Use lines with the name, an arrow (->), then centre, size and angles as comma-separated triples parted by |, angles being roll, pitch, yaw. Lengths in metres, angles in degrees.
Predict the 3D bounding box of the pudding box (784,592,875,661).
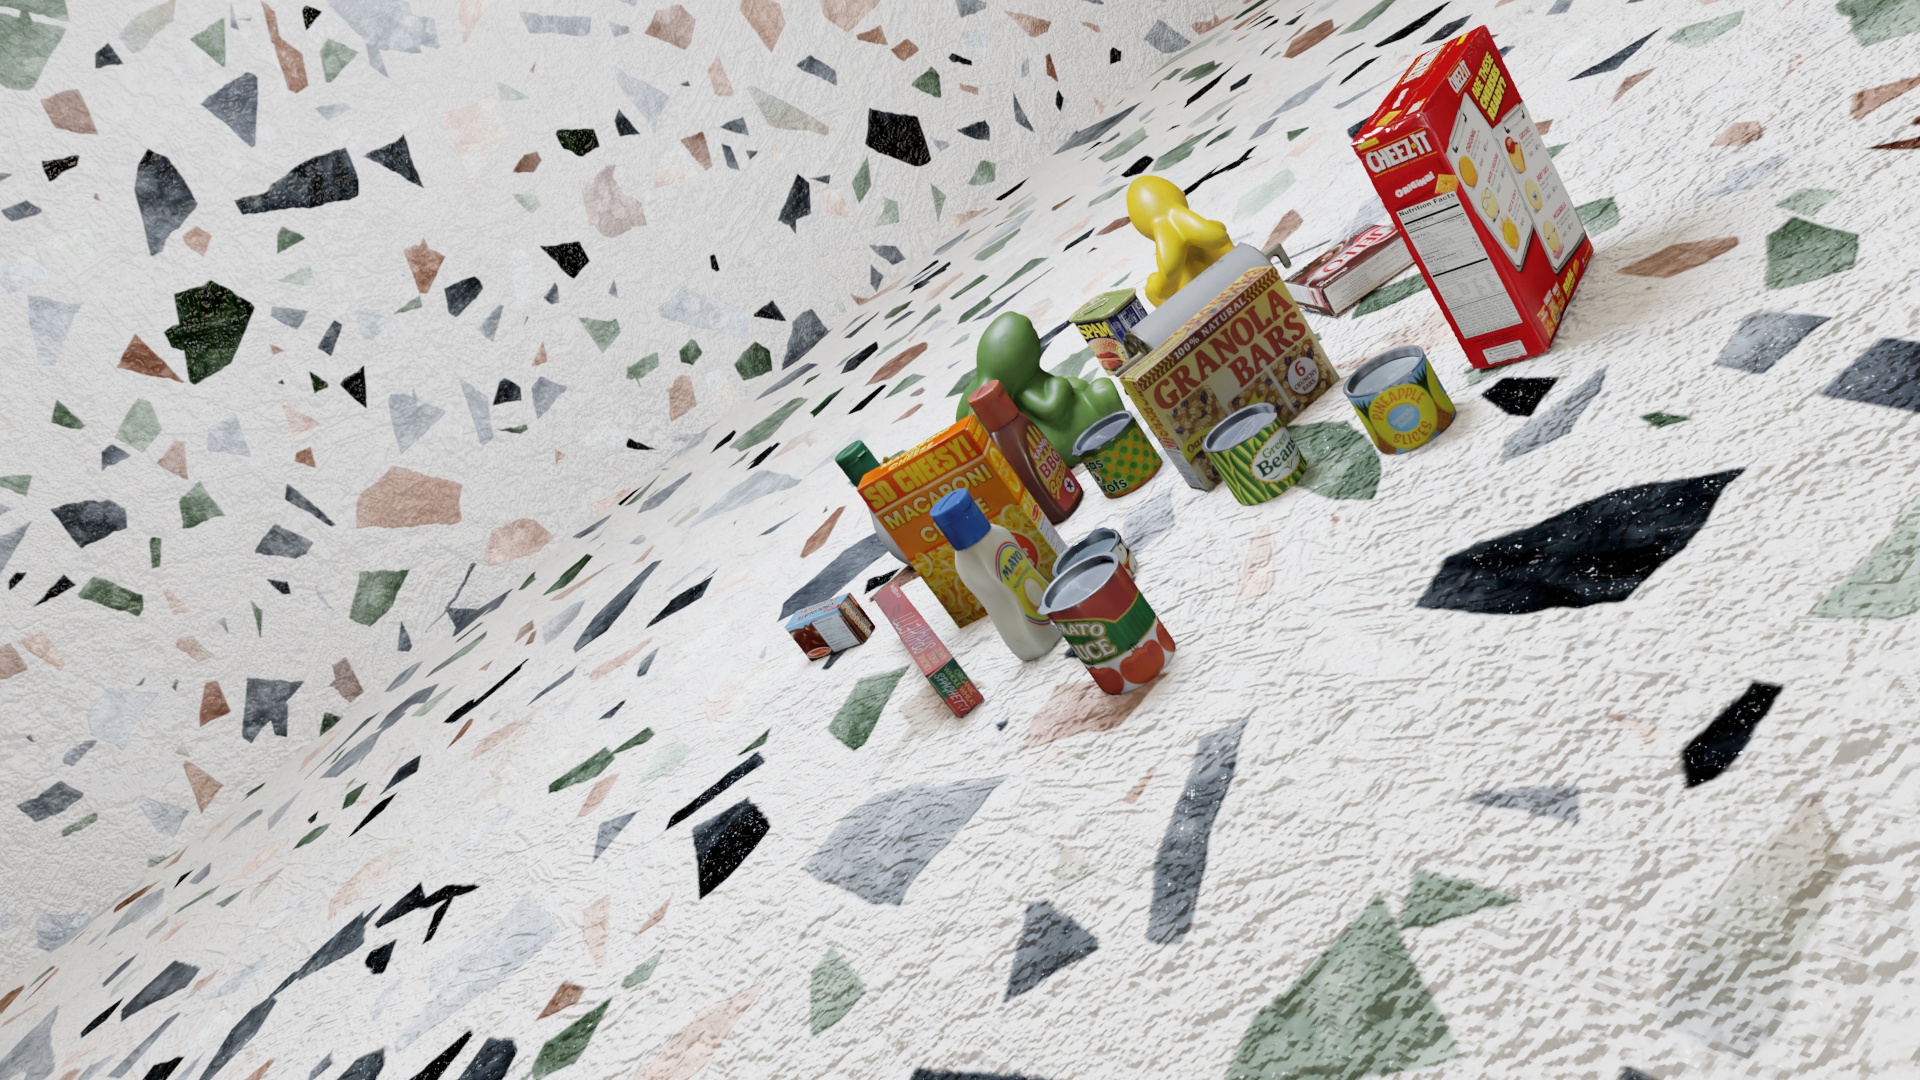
pudding box -> -0.135, 0.089, 1.430 | 0.083, 0.049, 0.030 | -21, 23, 38

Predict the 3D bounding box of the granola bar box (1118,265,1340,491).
granola bar box -> 0.237, -0.142, 1.221 | 0.166, 0.124, 0.039 | -40, 18, -12

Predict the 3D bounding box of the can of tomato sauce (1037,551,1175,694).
can of tomato sauce -> 0.107, 0.062, 1.014 | 0.071, 0.083, 0.071 | -32, 18, 12

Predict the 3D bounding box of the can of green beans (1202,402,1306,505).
can of green beans -> 0.242, -0.071, 1.141 | 0.071, 0.057, 0.071 | -32, 18, 12

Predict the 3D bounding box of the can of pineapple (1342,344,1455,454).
can of pineapple -> 0.336, -0.107, 1.063 | 0.071, 0.057, 0.071 | -32, 18, 12

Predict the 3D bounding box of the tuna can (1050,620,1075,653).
tuna can -> 0.108, 0.062, 1.091 | 0.071, 0.032, 0.071 | -32, 19, 12

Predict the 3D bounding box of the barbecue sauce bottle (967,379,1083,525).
barbecue sauce bottle -> 0.062, -0.087, 1.358 | 0.043, 0.148, 0.065 | -22, 22, 37

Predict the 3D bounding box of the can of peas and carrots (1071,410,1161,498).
can of peas and carrots -> 0.149, -0.081, 1.330 | 0.071, 0.058, 0.071 | -32, 18, 12

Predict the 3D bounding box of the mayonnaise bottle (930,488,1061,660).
mayonnaise bottle -> 0.031, 0.025, 1.135 | 0.041, 0.148, 0.065 | -19, 25, 42

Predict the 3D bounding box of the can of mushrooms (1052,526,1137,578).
can of mushrooms -> 0.115, 0.021, 1.179 | 0.071, 0.033, 0.071 | -32, 19, 12

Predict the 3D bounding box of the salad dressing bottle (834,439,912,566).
salad dressing bottle -> -0.078, -0.040, 1.491 | 0.064, 0.147, 0.044 | -47, 21, -30

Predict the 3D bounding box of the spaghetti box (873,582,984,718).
spaghetti box -> -0.032, 0.093, 1.237 | 0.029, 0.050, 0.250 | -37, 18, -3

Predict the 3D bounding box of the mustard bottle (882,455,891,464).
mustard bottle -> -0.029, -0.018, 1.330 | 0.048, 0.160, 0.066 | -24, 21, 32

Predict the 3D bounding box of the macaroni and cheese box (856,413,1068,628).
macaroni and cheese box -> 0.004, -0.016, 1.255 | 0.123, 0.166, 0.040 | -28, 19, 23
